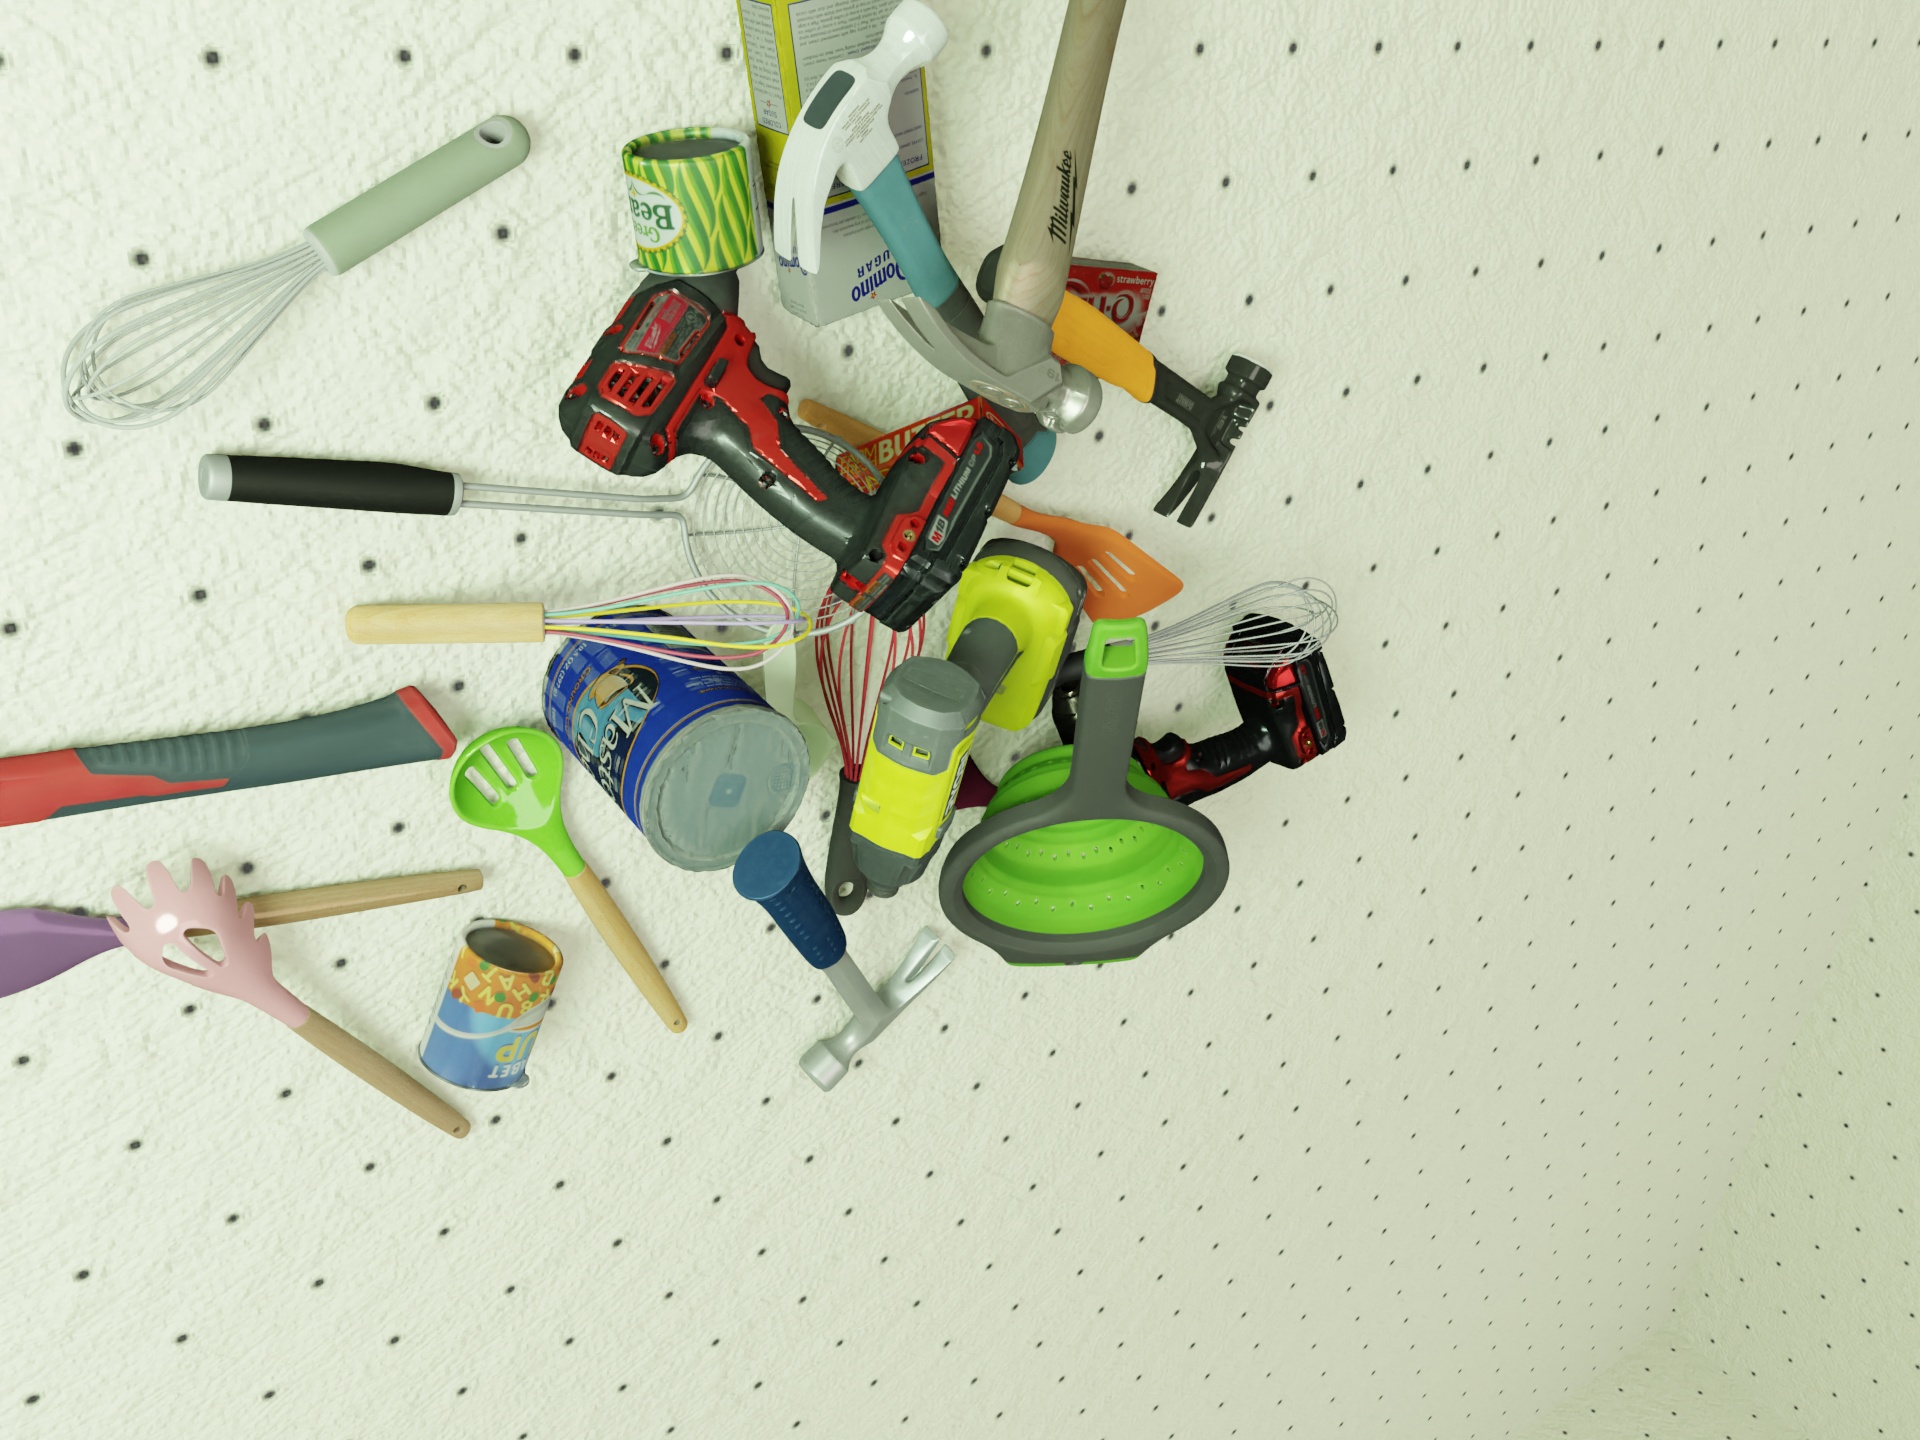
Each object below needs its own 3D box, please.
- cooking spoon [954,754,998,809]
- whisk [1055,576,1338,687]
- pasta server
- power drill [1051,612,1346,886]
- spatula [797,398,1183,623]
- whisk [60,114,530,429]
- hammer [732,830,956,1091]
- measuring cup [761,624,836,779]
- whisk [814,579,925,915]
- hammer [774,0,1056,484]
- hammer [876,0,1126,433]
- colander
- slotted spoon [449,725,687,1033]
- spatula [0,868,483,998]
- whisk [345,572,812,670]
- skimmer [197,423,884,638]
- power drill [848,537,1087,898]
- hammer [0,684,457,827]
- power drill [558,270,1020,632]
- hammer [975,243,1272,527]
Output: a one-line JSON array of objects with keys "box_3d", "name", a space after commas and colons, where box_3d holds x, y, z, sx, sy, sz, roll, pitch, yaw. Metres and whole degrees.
[{"box_3d": [0.050, 0.065, 1.222, 0.318, 0.017, 0.068, 16, 103, -45], "name": "cooking spoon"}, {"box_3d": [0.148, -0.053, 1.166, 0.284, 0.070, 0.070, -13, 126, -12], "name": "whisk"}, {"box_3d": [-0.371, 0.177, 0.924, 0.060, 0.040, 0.315, -36, 143, -8], "name": "pasta server"}, {"box_3d": [0.179, 0.004, 1.245, 0.226, 0.080, 0.187, -34, 121, -15], "name": "power drill"}, {"box_3d": [0.020, -0.137, 1.045, 0.081, 0.041, 0.322, -25, 149, 38], "name": "spatula"}, {"box_3d": [-0.301, -0.211, 0.733, 0.246, 0.058, 0.059, -39, 170, -17], "name": "whisk"}, {"box_3d": [-0.081, 0.152, 1.053, 0.144, 0.035, 0.405, -44, 160, -12], "name": "hammer"}, {"box_3d": [-0.120, -0.013, 0.986, 0.083, 0.038, 0.167, -22, 146, -23], "name": "measuring cup"}, {"box_3d": [-0.068, 0.021, 1.069, 0.073, 0.073, 0.295, -18, 133, -31], "name": "whisk"}, {"box_3d": [-0.007, -0.237, 0.905, 0.128, 0.033, 0.330, -49, 149, -6], "name": "hammer"}, {"box_3d": [0.064, -0.370, 0.839, 0.146, 0.038, 0.411, 19, 84, -46], "name": "hammer"}, {"box_3d": [0.085, 0.034, 1.073, 0.204, 0.095, 0.396, -3, 144, -3], "name": "colander"}, {"box_3d": [-0.236, 0.110, 1.008, 0.070, 0.031, 0.313, -36, 136, -16], "name": "slotted spoon"}, {"box_3d": [-0.415, 0.111, 0.863, 0.315, 0.018, 0.059, -7, 126, -36], "name": "spatula"}, {"box_3d": [-0.202, -0.052, 0.855, 0.245, 0.047, 0.051, -1, 151, -11], "name": "whisk"}, {"box_3d": [-0.201, -0.107, 0.846, 0.363, 0.090, 0.127, -2, 117, -39], "name": "skimmer"}, {"box_3d": [-0.002, -0.003, 1.004, 0.223, 0.080, 0.171, -56, 166, -49], "name": "power drill"}, {"box_3d": [-0.443, 0.045, 0.782, 0.386, 0.038, 0.143, -9, 124, -36], "name": "hammer"}, {"box_3d": [-0.088, -0.156, 0.850, 0.219, 0.078, 0.143, 30, 62, -12], "name": "power drill"}, {"box_3d": [0.103, -0.219, 1.013, 0.336, 0.034, 0.127, 13, 107, -58], "name": "hammer"}]
